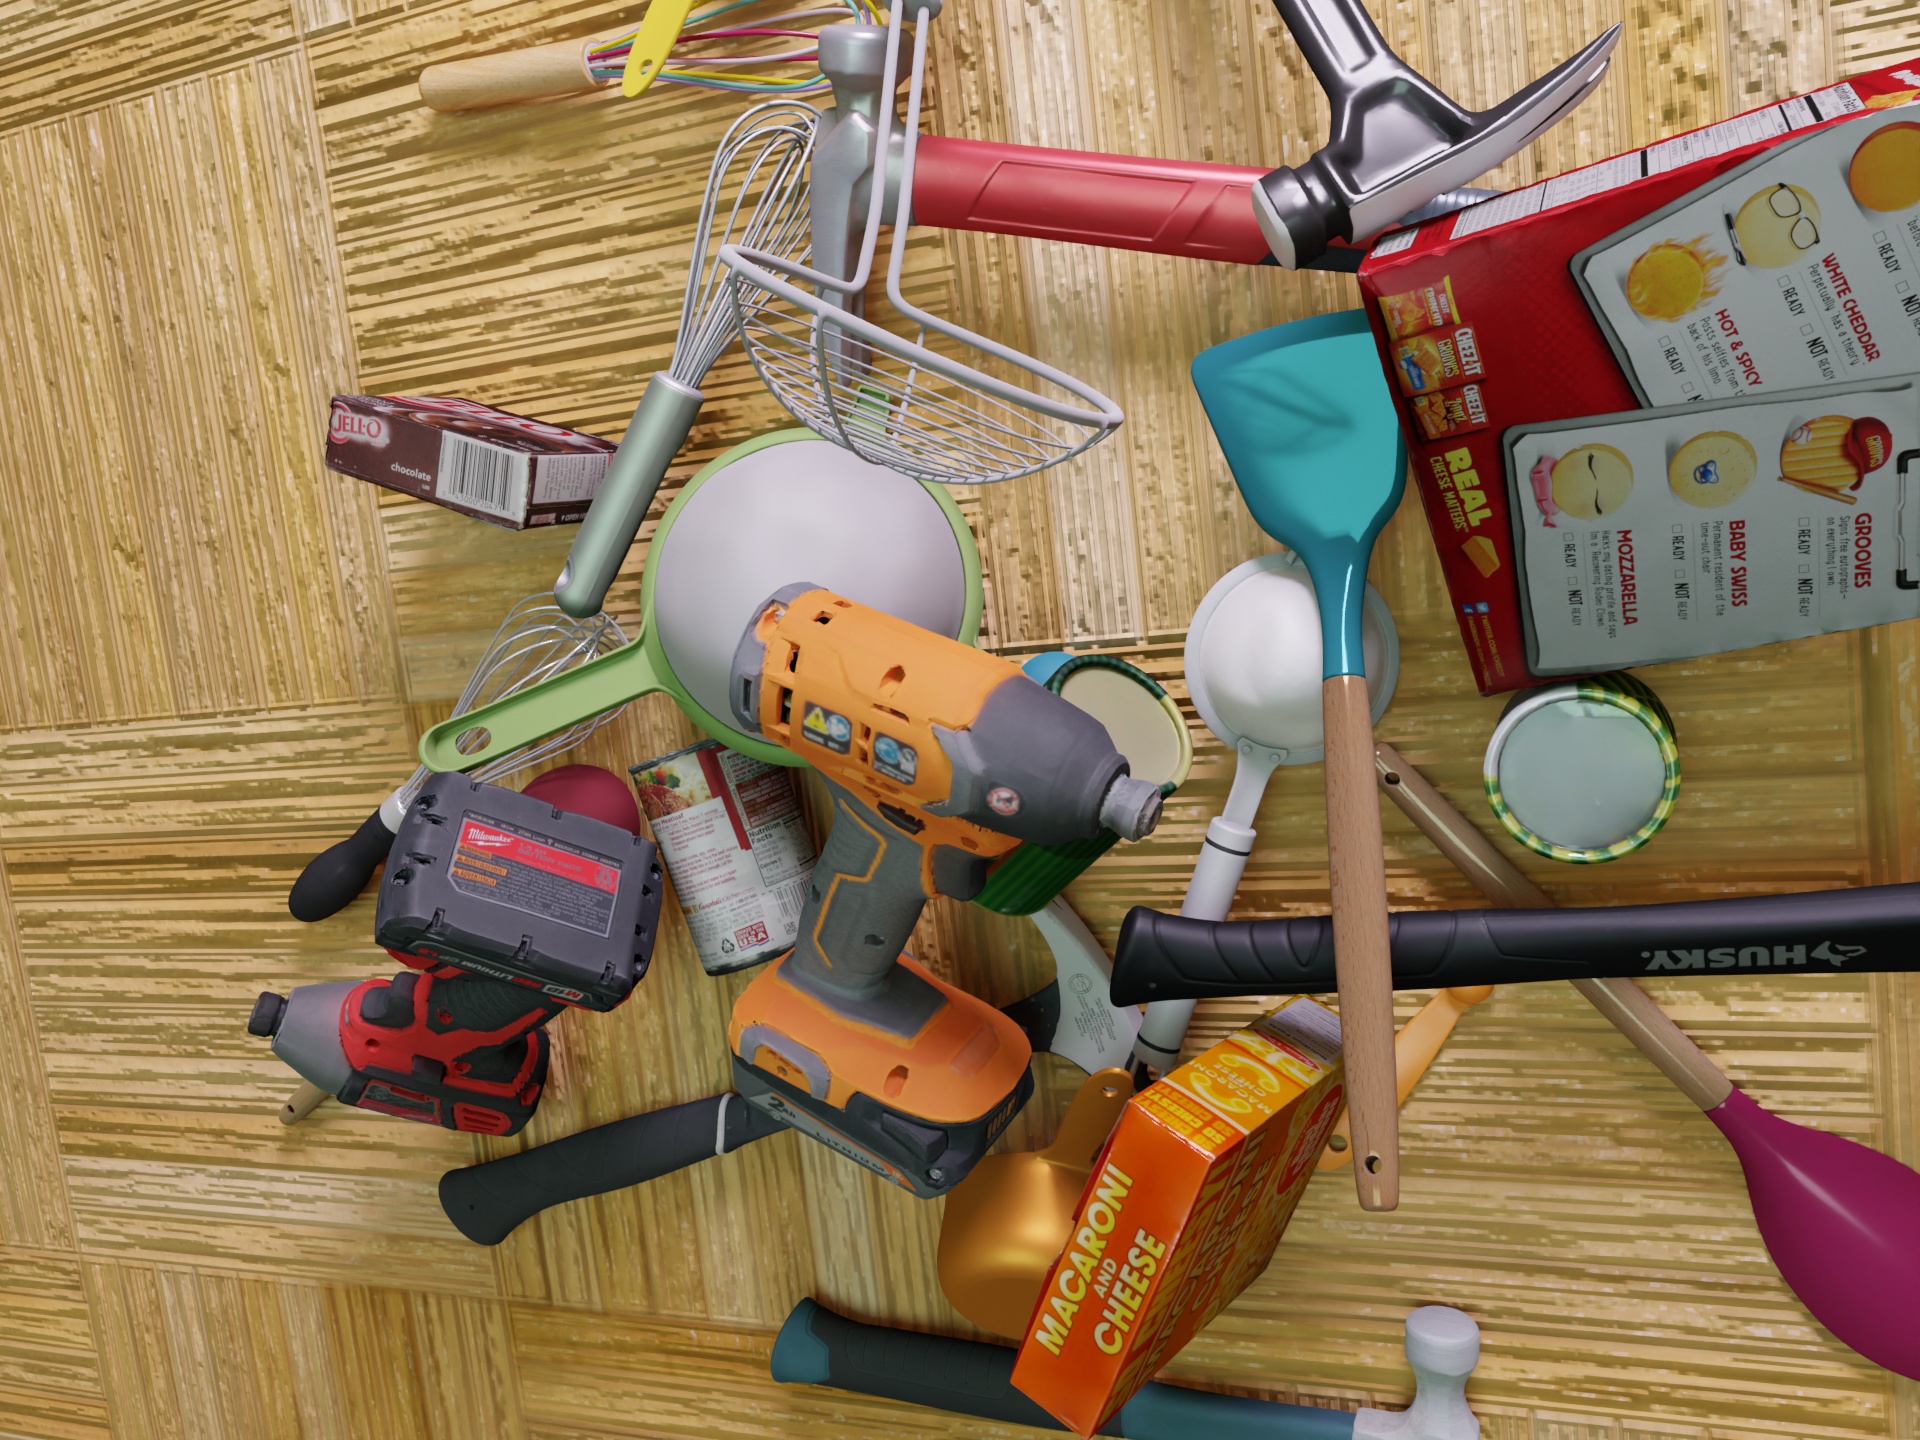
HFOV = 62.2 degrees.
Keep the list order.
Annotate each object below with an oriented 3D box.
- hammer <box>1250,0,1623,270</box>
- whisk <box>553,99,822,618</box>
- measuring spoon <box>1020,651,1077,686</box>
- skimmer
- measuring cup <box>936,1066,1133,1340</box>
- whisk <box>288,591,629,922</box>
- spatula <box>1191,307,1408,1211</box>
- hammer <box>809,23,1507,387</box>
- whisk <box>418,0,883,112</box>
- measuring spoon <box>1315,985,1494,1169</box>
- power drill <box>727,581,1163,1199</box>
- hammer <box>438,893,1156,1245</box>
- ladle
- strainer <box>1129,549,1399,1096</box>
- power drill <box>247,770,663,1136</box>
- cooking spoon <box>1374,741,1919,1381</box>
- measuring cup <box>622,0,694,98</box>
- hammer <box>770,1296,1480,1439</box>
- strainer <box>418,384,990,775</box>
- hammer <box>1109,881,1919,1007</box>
[{"bbox_3d":[0.097,-0.330,0.570,0.127,0.034,0.337,-27,78,8],"label":"hammer"},{"bbox_3d":[-0.119,-0.154,0.698,0.246,0.059,0.058,-62,32,11],"label":"whisk"},{"bbox_3d":[-0.001,-0.002,0.701,0.128,0.021,0.042,-8,96,22],"label":"measuring spoon"},{"bbox_3d":[-0.006,-0.225,0.534,0.090,0.127,0.364,-43,38,52],"label":"skimmer"},{"bbox_3d":[0.041,0.205,0.659,0.095,0.052,0.173,14,138,-2],"label":"measuring cup"},{"bbox_3d":[-0.262,0.028,0.802,0.284,0.070,0.070,-37,84,28],"label":"whisk"},{"bbox_3d":[0.133,0.008,0.563,0.082,0.044,0.318,-9,70,25],"label":"spatula"},{"bbox_3d":[0.124,-0.175,0.605,0.386,0.038,0.143,12,119,17],"label":"hammer"},{"bbox_3d":[-0.142,-0.290,0.704,0.245,0.047,0.051,3,89,26],"label":"whisk"},{"bbox_3d":[0.181,0.145,0.657,0.021,0.011,0.117,37,111,13],"label":"measuring spoon"},{"bbox_3d":[-0.012,0.073,0.613,0.164,0.084,0.226,22,125,23],"label":"power drill"},{"bbox_3d":[-0.101,0.186,0.770,0.409,0.036,0.149,-22,89,25],"label":"hammer"},{"bbox_3d":[-0.277,0.131,0.840,0.315,0.031,0.069,-42,82,25],"label":"ladle"},{"bbox_3d":[0.113,0.040,0.640,0.087,0.050,0.258,16,103,-3],"label":"strainer"},{"bbox_3d":[-0.237,0.121,0.736,0.143,0.079,0.219,22,136,-22],"label":"power drill"},{"bbox_3d":[0.272,0.126,0.612,0.319,0.017,0.068,46,112,9],"label":"cooking spoon"},{"bbox_3d":[-0.096,-0.316,0.653,0.062,0.029,0.156,20,82,33],"label":"measuring cup"},{"bbox_3d":[0.063,0.308,0.724,0.331,0.033,0.128,1,98,23],"label":"hammer"},{"bbox_3d":[-0.115,-0.037,0.665,0.256,0.069,0.151,-23,82,-1],"label":"strainer"},{"bbox_3d":[0.215,0.084,0.574,0.335,0.035,0.146,-6,129,21],"label":"hammer"}]
